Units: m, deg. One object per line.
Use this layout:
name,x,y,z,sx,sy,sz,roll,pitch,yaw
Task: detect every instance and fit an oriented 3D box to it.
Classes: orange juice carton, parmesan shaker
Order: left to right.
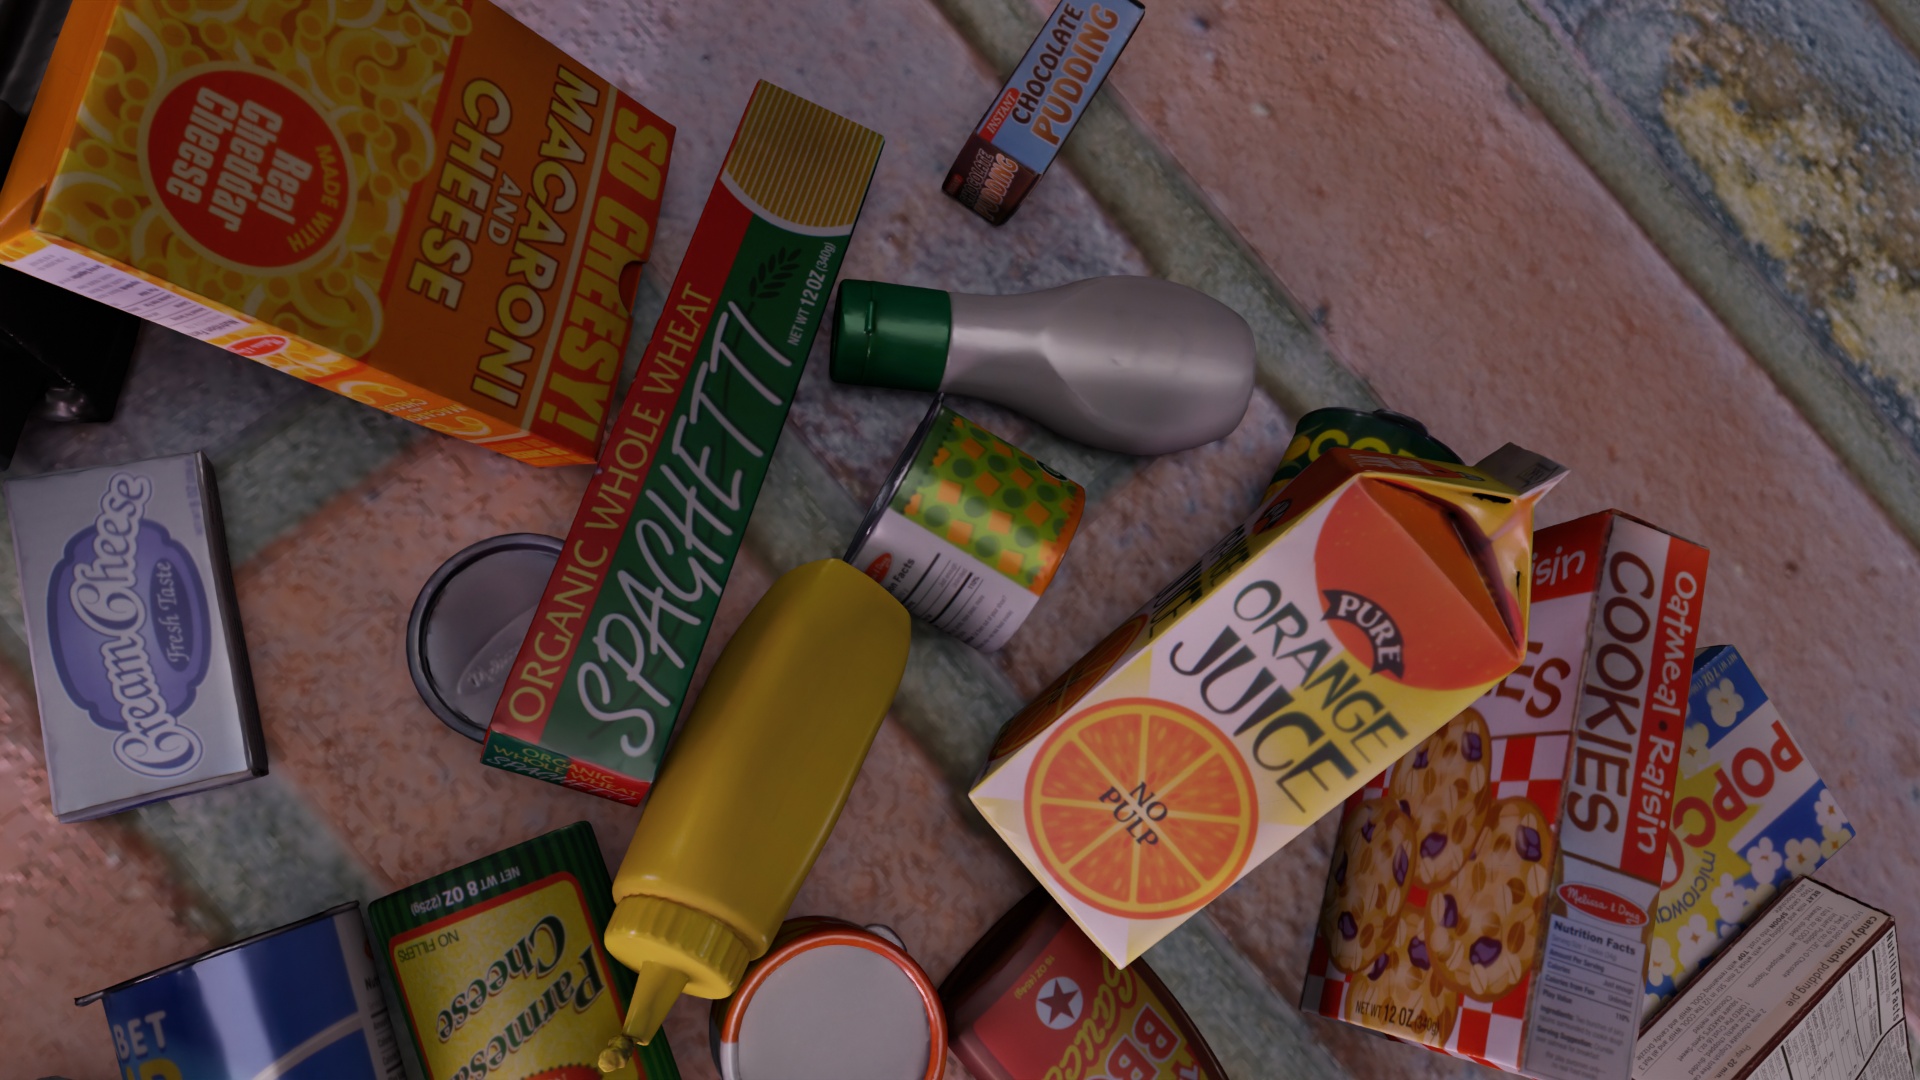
parmesan shaker,-0.124,0.142,0.399,0.071,0.071,0.103,-20,83,-17
orange juice carton,0.099,0.036,0.428,0.192,0.072,0.073,-42,90,14

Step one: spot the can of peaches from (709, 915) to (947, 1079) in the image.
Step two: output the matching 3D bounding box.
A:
can of peaches,-0.040,0.148,0.422,0.071,0.058,0.071,3,78,-13

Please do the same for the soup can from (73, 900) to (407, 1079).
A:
soup can,-0.191,0.151,0.380,0.071,0.071,0.084,-17,83,-16

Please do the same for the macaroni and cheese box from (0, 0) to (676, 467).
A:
macaroni and cheese box,-0.168,-0.105,0.407,0.166,0.040,0.124,25,69,-48

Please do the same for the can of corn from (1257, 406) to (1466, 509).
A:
can of corn,0.140,-0.006,0.493,0.071,0.071,0.058,30,74,-6

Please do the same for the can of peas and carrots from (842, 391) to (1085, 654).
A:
can of peas and carrots,0.002,-0.006,0.463,0.059,0.070,0.071,30,73,-7

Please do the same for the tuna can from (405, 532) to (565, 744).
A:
tuna can,-0.135,0.035,0.437,0.071,0.032,0.071,3,77,-13

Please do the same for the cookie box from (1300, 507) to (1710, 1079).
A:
cookie box,0.173,0.083,0.454,0.040,0.122,0.168,20,74,-10

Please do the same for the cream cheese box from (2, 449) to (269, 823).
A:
cream cheese box,-0.246,0.027,0.416,0.053,0.024,0.104,-12,81,-15

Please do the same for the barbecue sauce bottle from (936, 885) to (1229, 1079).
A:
barbecue sauce bottle,0.060,0.184,0.446,0.065,0.043,0.148,-42,91,-20

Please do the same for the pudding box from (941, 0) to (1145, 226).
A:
pudding box,0.030,-0.162,0.512,0.030,0.049,0.084,33,73,-7

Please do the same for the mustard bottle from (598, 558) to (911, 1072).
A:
mustard bottle,-0.065,0.080,0.409,0.049,0.065,0.161,36,53,-18

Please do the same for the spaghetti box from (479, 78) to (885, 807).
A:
spaghetti box,-0.082,-0.041,0.445,0.050,0.028,0.251,22,63,-13

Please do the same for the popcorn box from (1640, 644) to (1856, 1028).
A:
popcorn box,0.256,0.107,0.514,0.127,0.038,0.085,-31,88,-18

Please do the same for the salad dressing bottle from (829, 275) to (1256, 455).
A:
salad dressing bottle,0.029,-0.067,0.495,0.148,0.044,0.064,6,79,-11
